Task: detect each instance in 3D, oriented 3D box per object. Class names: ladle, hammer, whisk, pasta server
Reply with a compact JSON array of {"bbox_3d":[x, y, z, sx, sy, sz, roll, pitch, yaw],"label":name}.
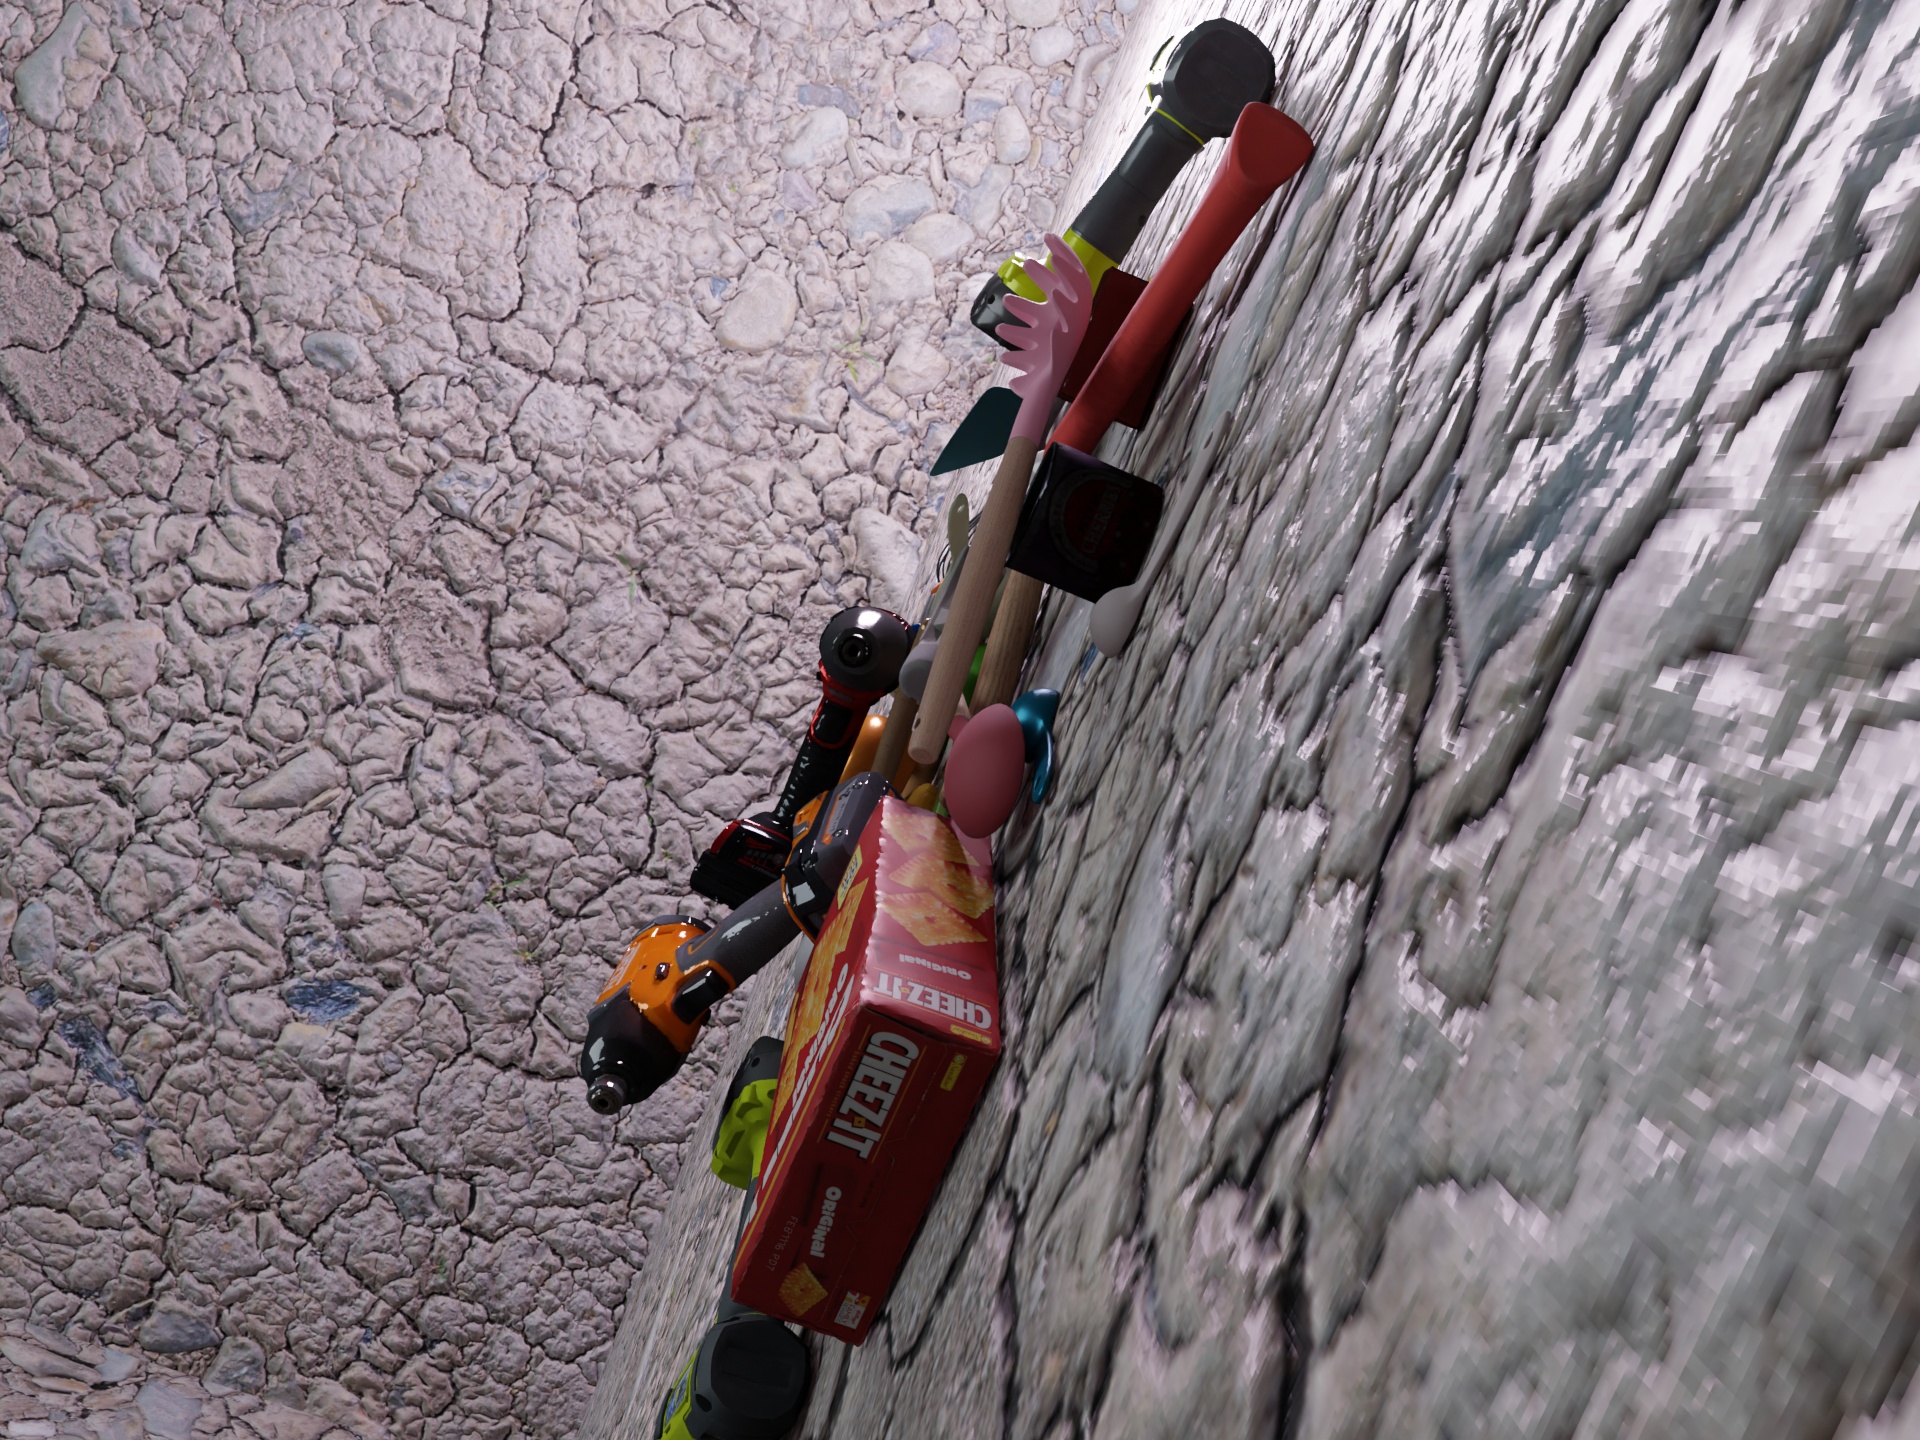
[{"bbox_3d":[-0.001,-0.003,0.919,0.315,0.031,0.069,-112,42,-76],"label":"ladle"},{"bbox_3d":[0.042,-0.086,1.030,0.130,0.031,0.331,120,169,-57],"label":"hammer"},{"bbox_3d":[0.040,-0.193,1.375,0.238,0.055,0.055,-59,10,35],"label":"whisk"},{"bbox_3d":[0.069,-0.163,0.840,0.359,0.036,0.149,-55,7,40],"label":"hammer"},{"bbox_3d":[0.017,-0.114,0.755,0.060,0.040,0.316,-42,25,53],"label":"pasta server"}]

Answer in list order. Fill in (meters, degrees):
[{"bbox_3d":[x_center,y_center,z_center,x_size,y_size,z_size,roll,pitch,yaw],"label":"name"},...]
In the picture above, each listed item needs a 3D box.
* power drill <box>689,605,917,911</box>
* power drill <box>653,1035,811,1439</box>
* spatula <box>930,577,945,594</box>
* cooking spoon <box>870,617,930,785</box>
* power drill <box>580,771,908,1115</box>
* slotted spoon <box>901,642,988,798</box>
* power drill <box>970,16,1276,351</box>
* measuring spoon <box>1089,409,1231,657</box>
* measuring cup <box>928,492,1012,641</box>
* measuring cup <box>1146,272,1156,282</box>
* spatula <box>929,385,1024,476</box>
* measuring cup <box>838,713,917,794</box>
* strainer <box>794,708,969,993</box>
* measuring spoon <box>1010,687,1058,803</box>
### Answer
[{"bbox_3d":[-0.096,0.025,1.072,0.143,0.078,0.219,-36,-29,-86],"label":"power drill"},{"bbox_3d":[-0.116,0.308,0.890,0.171,0.080,0.223,118,167,-45],"label":"power drill"},{"bbox_3d":[0.062,-0.200,1.196,0.081,0.041,0.322,-44,-10,-40],"label":"spatula"},{"bbox_3d":[-0.057,0.049,1.080,0.069,0.017,0.318,-61,-6,-46],"label":"cooking spoon"},{"bbox_3d":[-0.127,0.139,0.932,0.226,0.084,0.164,-34,15,20],"label":"power drill"},{"bbox_3d":[-0.027,0.038,1.250,0.313,0.031,0.070,116,177,-51],"label":"slotted spoon"},{"bbox_3d":[0.102,-0.332,1.003,0.228,0.080,0.191,-53,12,17],"label":"power drill"},{"bbox_3d":[0.085,-0.083,0.698,0.034,0.018,0.124,-80,13,-62],"label":"measuring spoon"},{"bbox_3d":[0.014,-0.108,1.111,0.083,0.038,0.167,-50,-16,-14],"label":"measuring cup"},{"bbox_3d":[0.119,-0.258,1.014,0.156,0.029,0.062,-27,37,63],"label":"measuring cup"},{"bbox_3d":[0.064,-0.260,1.157,0.082,0.044,0.318,-51,5,39],"label":"spatula"},{"bbox_3d":[-0.070,0.028,1.224,0.095,0.052,0.174,-60,9,12],"label":"measuring cup"},{"bbox_3d":[-0.053,0.102,1.050,0.151,0.069,0.256,130,159,-72],"label":"strainer"},{"bbox_3d":[0.033,0.013,0.804,0.129,0.021,0.042,-83,15,-73],"label":"measuring spoon"}]
